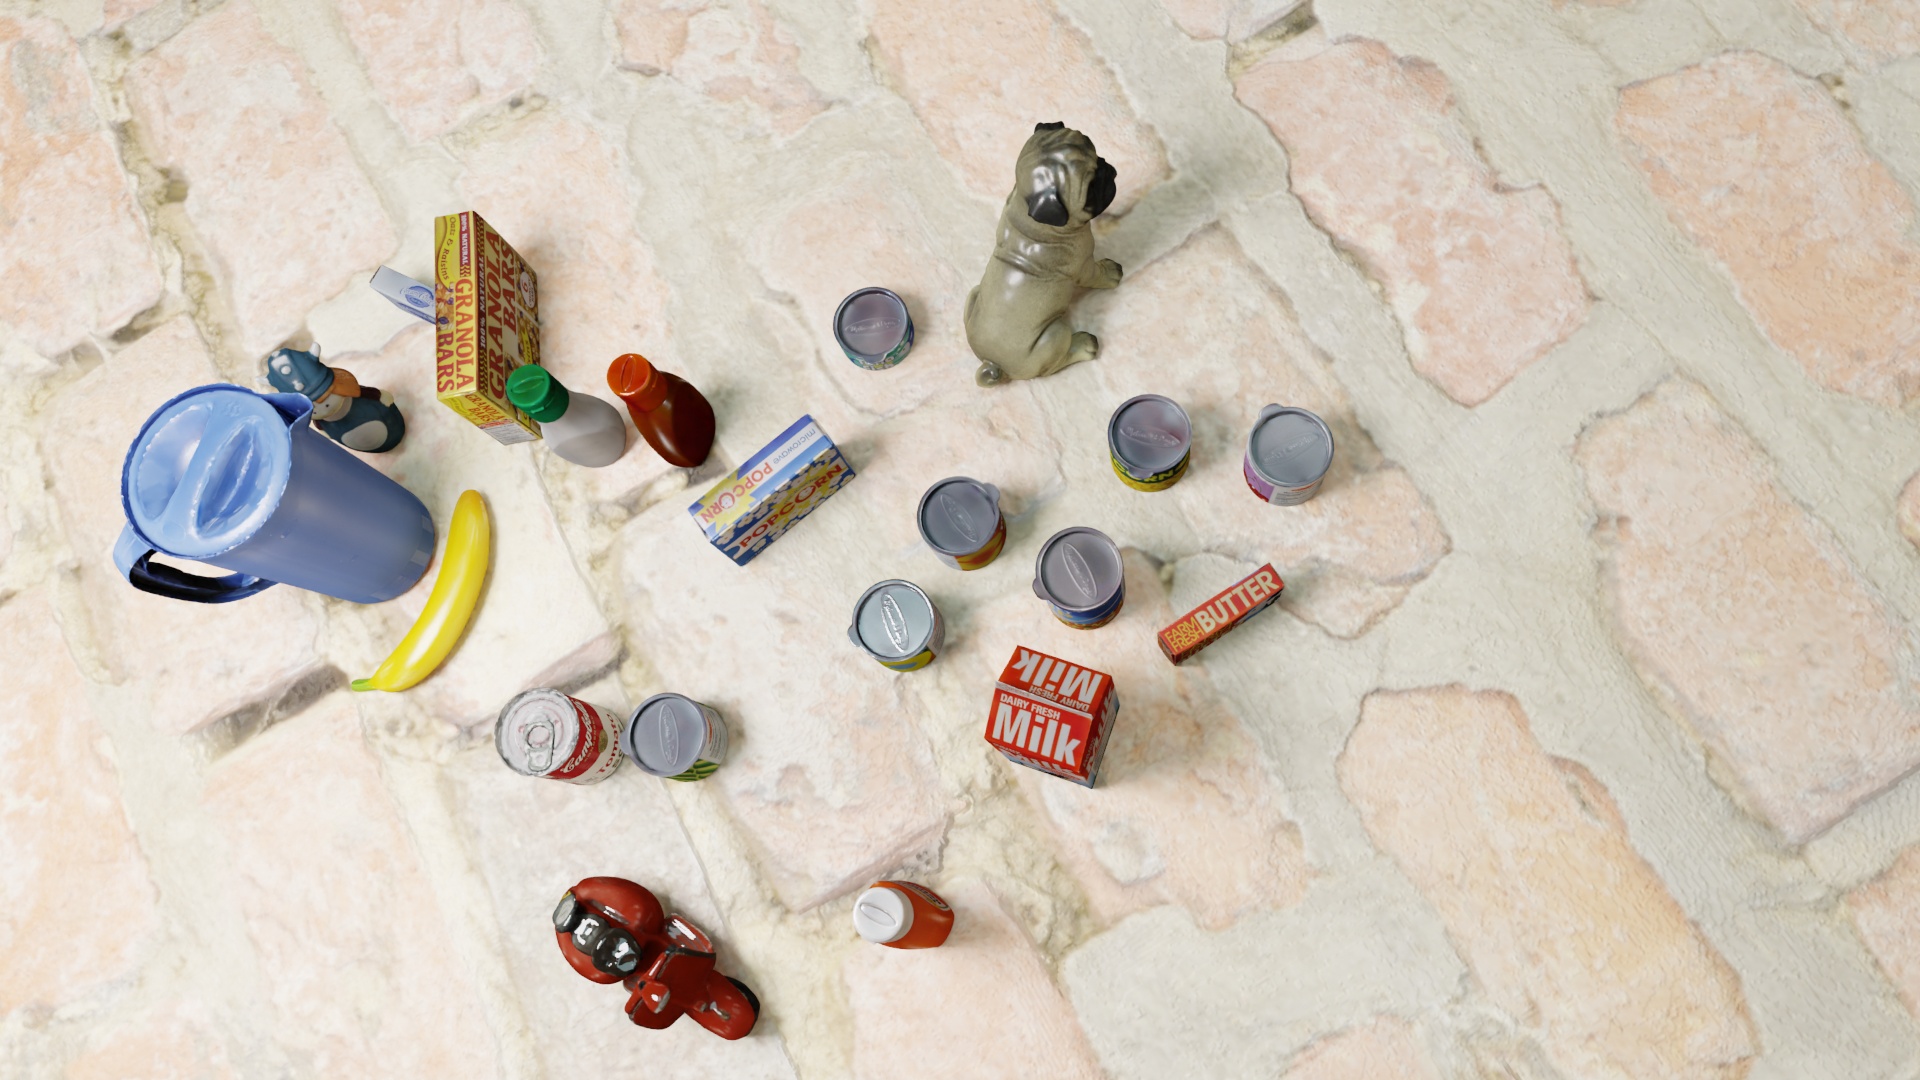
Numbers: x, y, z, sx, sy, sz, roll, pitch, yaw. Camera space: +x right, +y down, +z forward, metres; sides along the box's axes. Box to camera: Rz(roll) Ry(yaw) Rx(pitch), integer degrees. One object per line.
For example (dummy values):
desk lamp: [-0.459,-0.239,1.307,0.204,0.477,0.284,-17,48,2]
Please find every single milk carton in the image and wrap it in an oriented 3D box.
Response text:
milk carton: [0.068,0.128,1.006,0.072,0.190,0.073,18,79,12]

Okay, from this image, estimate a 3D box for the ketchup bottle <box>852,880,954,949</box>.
ketchup bottle: [-0.045,0.271,1.005,0.065,0.148,0.043,24,80,13]

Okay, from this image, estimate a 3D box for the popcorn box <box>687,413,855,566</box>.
popcorn box: [-0.152,-0.040,1.137,0.127,0.085,0.038,-39,74,-3]

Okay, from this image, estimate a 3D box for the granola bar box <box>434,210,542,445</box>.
granola bar box: [-0.403,-0.180,1.190,0.039,0.124,0.166,-9,74,6]

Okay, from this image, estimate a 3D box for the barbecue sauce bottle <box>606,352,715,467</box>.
barbecue sauce bottle: [-0.244,-0.110,1.136,0.044,0.148,0.065,7,77,10]

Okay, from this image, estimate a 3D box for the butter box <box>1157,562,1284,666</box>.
butter box: [0.201,0.058,1.077,0.103,0.053,0.024,-32,73,-1]

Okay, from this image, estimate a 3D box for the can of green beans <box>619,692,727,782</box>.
can of green beans: [-0.225,0.158,1.109,0.071,0.057,0.071,-2,75,8]

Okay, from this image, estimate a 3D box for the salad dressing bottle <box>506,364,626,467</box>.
salad dressing bottle: [-0.324,-0.102,1.146,0.064,0.147,0.044,-19,74,3]

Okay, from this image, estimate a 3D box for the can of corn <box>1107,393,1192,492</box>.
can of corn: [0.152,-0.075,1.117,0.071,0.058,0.071,-2,75,8]

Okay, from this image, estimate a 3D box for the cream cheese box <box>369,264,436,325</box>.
cream cheese box: [-0.472,-0.209,1.245,0.104,0.053,0.024,24,80,14]

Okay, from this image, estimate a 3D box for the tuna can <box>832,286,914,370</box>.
tuna can: [-0.074,-0.179,1.191,0.071,0.032,0.071,-2,75,8]

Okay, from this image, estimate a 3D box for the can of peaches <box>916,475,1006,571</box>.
can of peaches: [0.004,-0.014,1.122,0.071,0.058,0.071,-2,75,8]

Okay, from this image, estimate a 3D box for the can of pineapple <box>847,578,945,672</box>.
can of pineapple: [-0.050,0.069,1.108,0.071,0.057,0.071,-2,75,8]

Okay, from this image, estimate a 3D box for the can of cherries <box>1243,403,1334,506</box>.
can of cherries: [0.258,-0.068,1.100,0.071,0.058,0.071,-2,75,8]

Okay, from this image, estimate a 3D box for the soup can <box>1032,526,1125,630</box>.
soup can: [0.093,0.032,1.084,0.071,0.083,0.071,-2,75,8]
